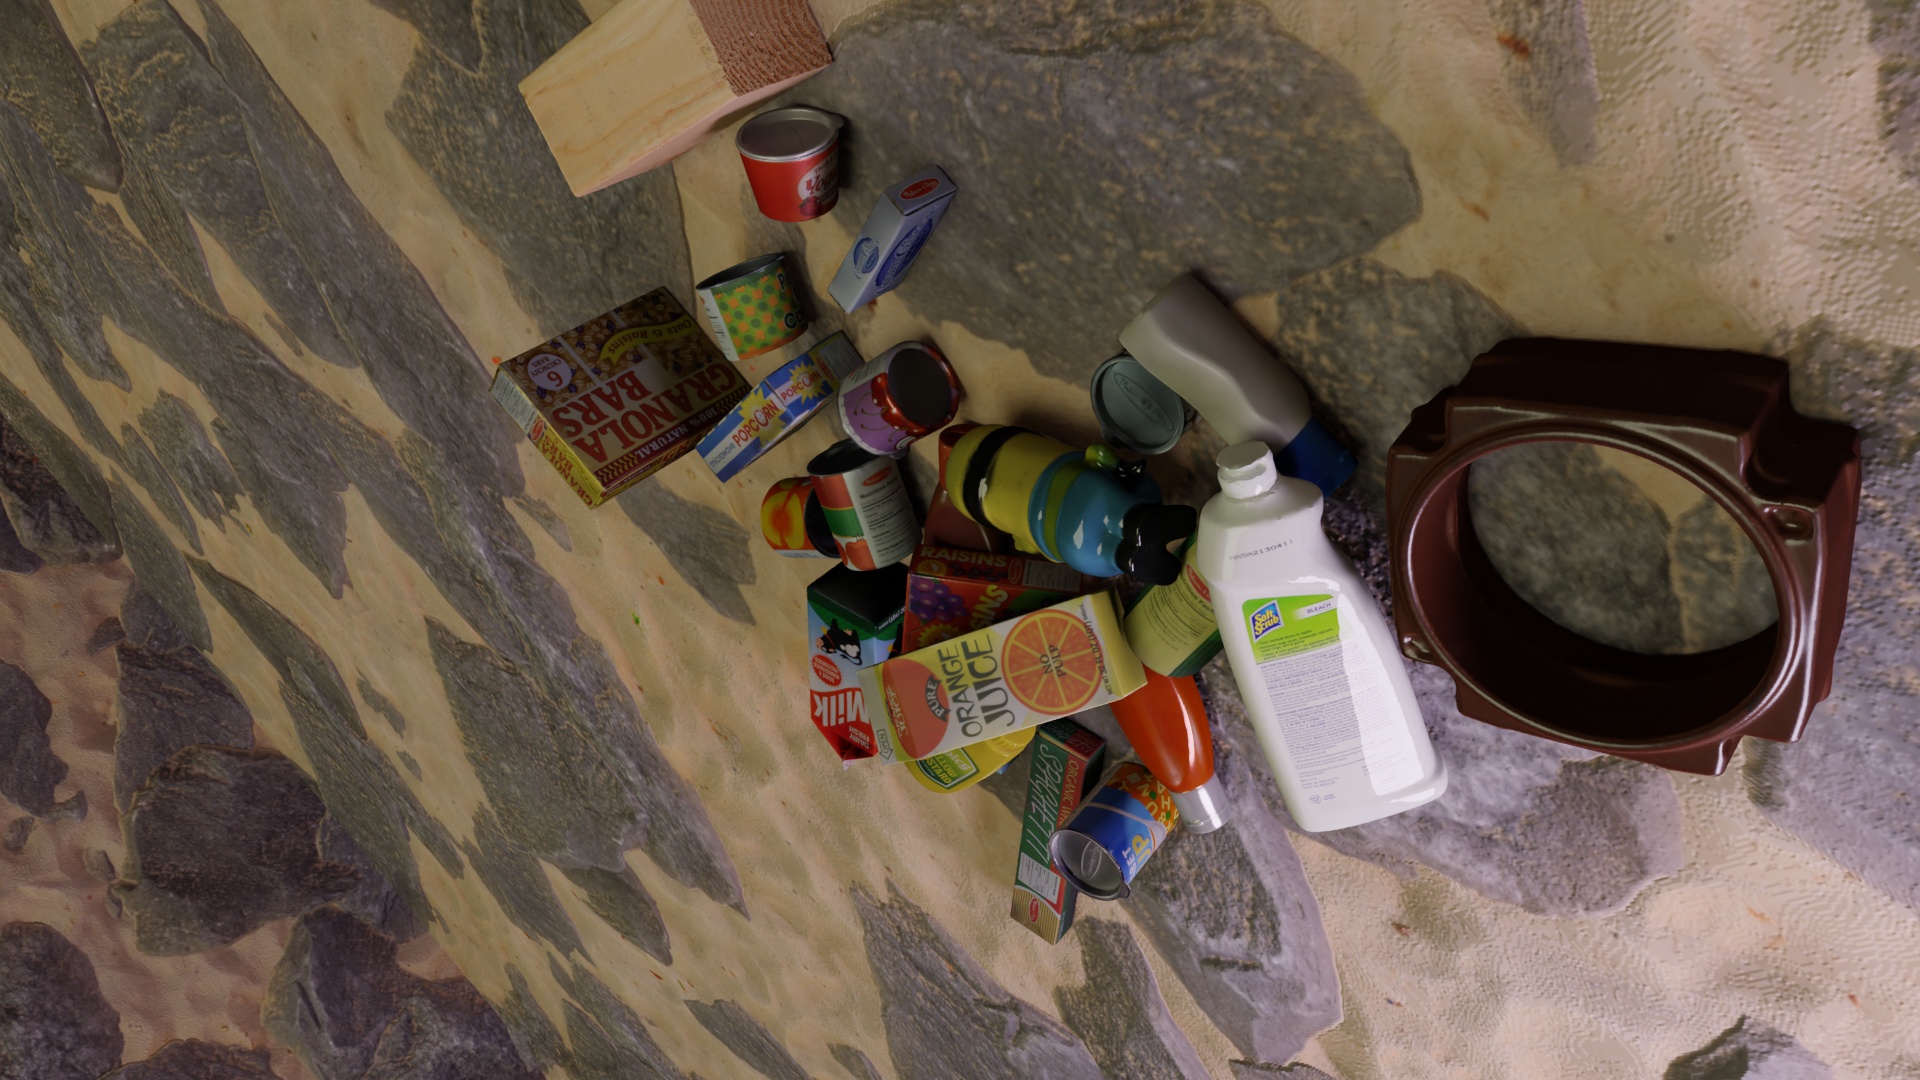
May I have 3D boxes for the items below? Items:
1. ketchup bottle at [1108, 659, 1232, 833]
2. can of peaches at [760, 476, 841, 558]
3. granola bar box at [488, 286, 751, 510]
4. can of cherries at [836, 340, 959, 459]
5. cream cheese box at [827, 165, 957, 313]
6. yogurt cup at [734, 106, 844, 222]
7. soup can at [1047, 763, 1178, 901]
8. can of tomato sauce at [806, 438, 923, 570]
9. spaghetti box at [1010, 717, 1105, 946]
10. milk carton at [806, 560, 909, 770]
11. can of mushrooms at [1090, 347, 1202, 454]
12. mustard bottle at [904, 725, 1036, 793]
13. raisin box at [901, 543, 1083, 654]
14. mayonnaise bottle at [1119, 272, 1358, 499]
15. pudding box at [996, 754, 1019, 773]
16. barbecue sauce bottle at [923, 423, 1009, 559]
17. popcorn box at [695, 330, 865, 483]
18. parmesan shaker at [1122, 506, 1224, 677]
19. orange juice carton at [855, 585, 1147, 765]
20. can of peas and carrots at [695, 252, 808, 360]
[{"bbox_3d":[0.149,0.138,0.984,0.064,0.044,0.148,-12,111,40],"label":"ketchup bottle"},{"bbox_3d":[-0.116,-0.021,1.099,0.058,0.071,0.071,-1,118,45],"label":"can of peaches"},{"bbox_3d":[-0.258,-0.115,1.082,0.124,0.166,0.039,49,140,3],"label":"granola bar box"},{"bbox_3d":[-0.041,-0.097,0.968,0.058,0.072,0.071,-23,102,48],"label":"can of cherries"},{"bbox_3d":[-0.045,-0.195,0.906,0.024,0.053,0.103,49,141,6],"label":"cream cheese box"},{"bbox_3d":[-0.111,-0.248,0.922,0.072,0.073,0.053,25,142,28],"label":"yogurt cup"},{"bbox_3d":[0.118,0.219,1.044,0.071,0.084,0.071,25,134,28],"label":"soup can"},{"bbox_3d":[-0.072,-0.029,1.050,0.071,0.071,0.082,4,122,42],"label":"can of tomato sauce"},{"bbox_3d":[0.078,0.243,1.144,0.050,0.029,0.248,28,135,26],"label":"spaghetti box"},{"bbox_3d":[-0.076,0.107,1.152,0.073,0.073,0.189,27,135,26],"label":"milk carton"},{"bbox_3d":[0.114,-0.088,0.852,0.071,0.034,0.070,24,134,28],"label":"can of mushrooms"},{"bbox_3d":[0.014,0.150,1.068,0.065,0.049,0.159,51,140,-4],"label":"mustard bottle"},{"bbox_3d":[0.023,0.054,0.997,0.123,0.040,0.085,8,127,4],"label":"raisin box"},{"bbox_3d":[0.161,-0.084,0.791,0.148,0.065,0.041,45,139,2],"label":"mayonnaise bottle"},{"bbox_3d":[0.018,0.143,1.124,0.050,0.030,0.083,16,129,33],"label":"pudding box"},{"bbox_3d":[0.004,-0.013,1.007,0.065,0.044,0.147,15,129,21],"label":"barbecue sauce bottle"},{"bbox_3d":[-0.136,-0.099,1.040,0.038,0.085,0.126,53,140,-4],"label":"popcorn box"},{"bbox_3d":[0.153,0.033,0.883,0.071,0.072,0.102,44,141,8],"label":"parmesan shaker"},{"bbox_3d":[0.021,0.094,0.939,0.192,0.073,0.072,-20,85,20],"label":"orange juice carton"},{"bbox_3d":[-0.150,-0.172,1.016,0.071,0.071,0.058,1,120,43],"label":"can of peas and carrots"}]
